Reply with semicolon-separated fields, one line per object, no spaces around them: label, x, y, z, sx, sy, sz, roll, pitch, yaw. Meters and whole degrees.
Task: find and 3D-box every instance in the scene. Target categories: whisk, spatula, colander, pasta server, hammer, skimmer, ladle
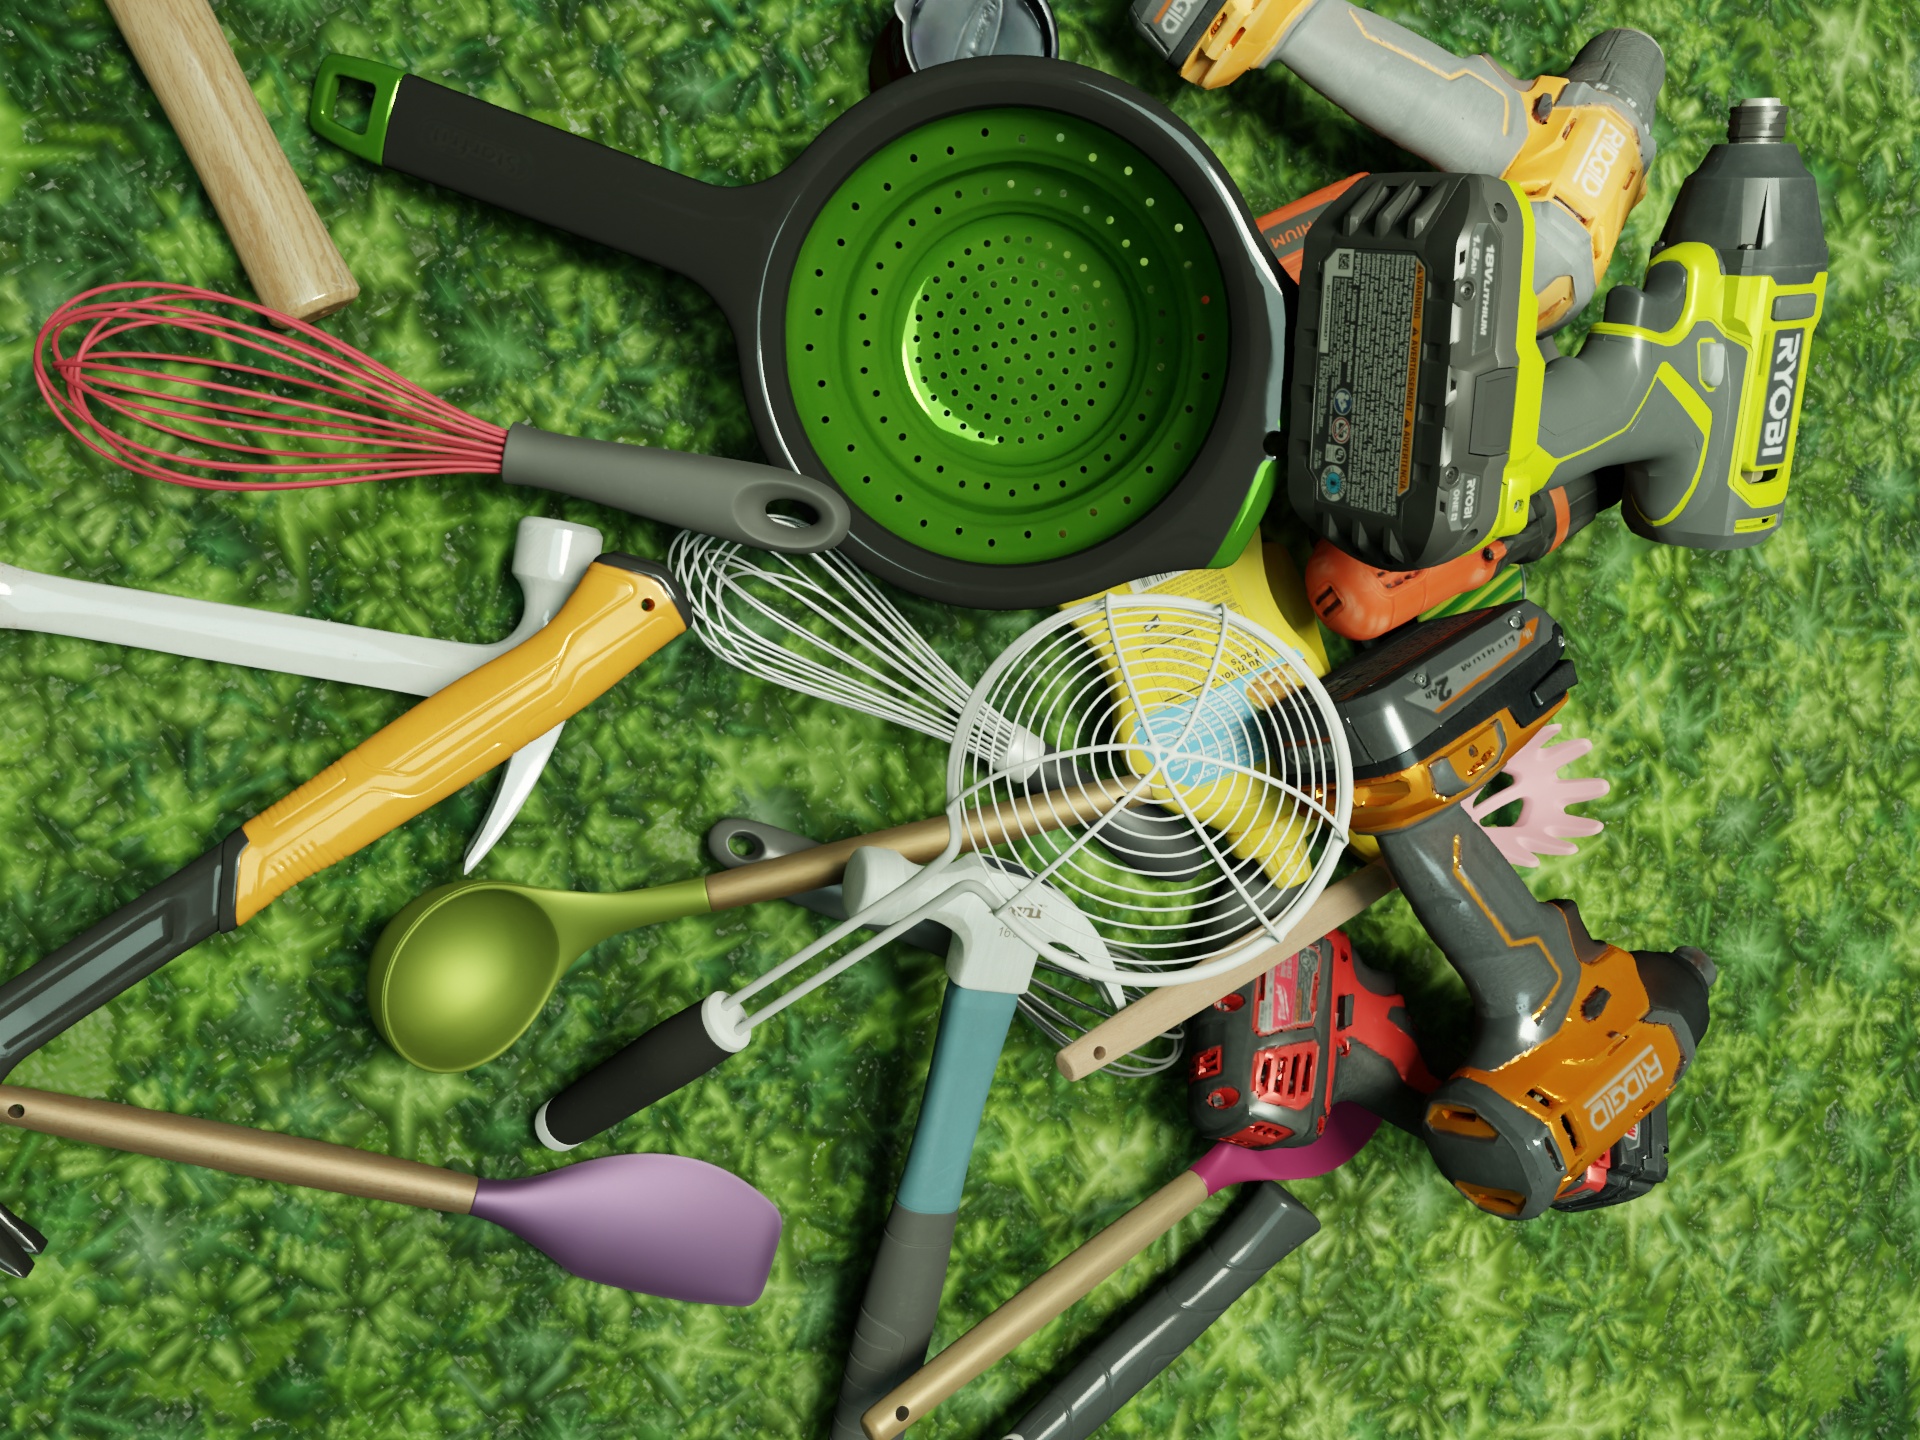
whisk;-0.001;0.098;0.696;0.239;0.055;0.055;25;86;-13
spatula;-0.222;0.185;0.643;0.315;0.018;0.060;18;84;-19
whisk;-0.186;-0.102;0.587;0.295;0.073;0.073;11;91;-8
whisk;0.000;-0.003;0.683;0.284;0.070;0.070;33;84;-22
colander;-0.057;-0.180;0.640;0.397;0.094;0.204;20;105;0
pasta server;0.169;0.079;0.692;0.316;0.040;0.060;-24;91;-30
hammer;0.009;0.344;0.696;0.409;0.036;0.149;-35;132;-20
skimmer;-0.028;0.082;0.580;0.090;0.363;0.127;-8;68;-52
ladle;-0.073;0.070;0.636;0.320;0.062;0.078;-13;120;-6
hammer;-0.019;0.213;0.667;0.128;0.033;0.331;9;104;-22
hammer;-0.345;-0.039;0.578;0.405;0.035;0.144;10;91;-18
hammer;-0.238;0.050;0.581;0.337;0.034;0.127;-36;102;-13
hammer;-0.309;-0.303;0.573;0.130;0.031;0.331;-28;102;-14

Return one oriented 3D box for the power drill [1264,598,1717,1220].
power drill;0.236;0.069;0.669;0.164;0.084;0.226;-27;97;-28

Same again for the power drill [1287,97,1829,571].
power drill;0.235;-0.143;0.598;0.223;0.080;0.171;-11;112;-29

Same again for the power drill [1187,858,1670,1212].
power drill;0.211;0.141;0.739;0.219;0.078;0.143;17;62;-14

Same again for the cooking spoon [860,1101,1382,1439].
cooking spoon;0.086;0.219;0.706;0.319;0.017;0.069;-26;91;-31

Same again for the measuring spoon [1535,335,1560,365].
measuring spoon;0.289;-0.164;0.787;0.034;0.018;0.124;-29;109;-15

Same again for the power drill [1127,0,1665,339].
power drill;0.205;-0.292;0.689;0.226;0.084;0.185;37;60;-6
